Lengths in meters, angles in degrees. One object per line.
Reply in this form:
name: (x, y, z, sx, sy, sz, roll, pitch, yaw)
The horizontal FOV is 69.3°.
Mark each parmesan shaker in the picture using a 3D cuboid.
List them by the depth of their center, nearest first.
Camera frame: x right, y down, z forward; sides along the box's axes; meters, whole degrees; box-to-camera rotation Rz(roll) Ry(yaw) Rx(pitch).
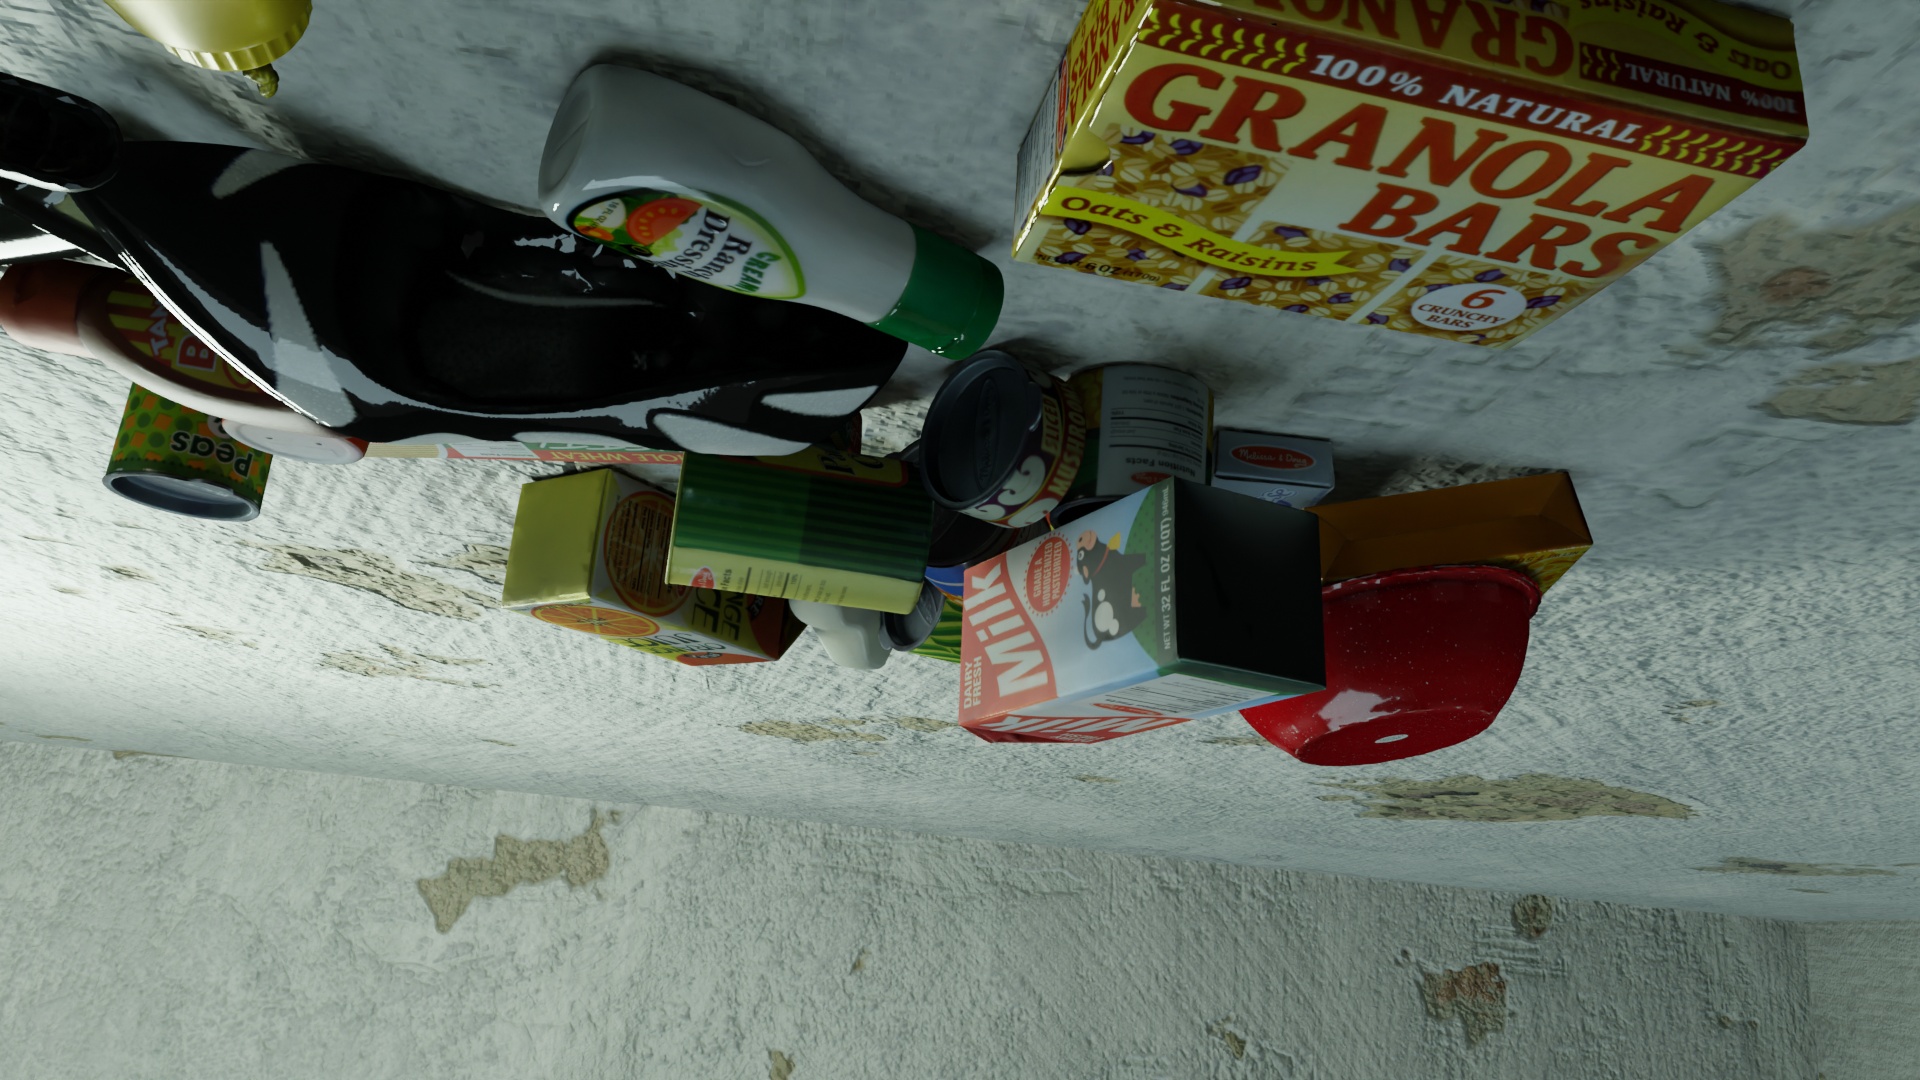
parmesan shaker: (-0.068, -0.008, 0.586, 0.103, 0.071, 0.071, 8, 162, -11)

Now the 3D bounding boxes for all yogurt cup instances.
yogurt cup: (-0.272, -0.066, 0.579, 0.072, 0.054, 0.072, 5, 163, 2)

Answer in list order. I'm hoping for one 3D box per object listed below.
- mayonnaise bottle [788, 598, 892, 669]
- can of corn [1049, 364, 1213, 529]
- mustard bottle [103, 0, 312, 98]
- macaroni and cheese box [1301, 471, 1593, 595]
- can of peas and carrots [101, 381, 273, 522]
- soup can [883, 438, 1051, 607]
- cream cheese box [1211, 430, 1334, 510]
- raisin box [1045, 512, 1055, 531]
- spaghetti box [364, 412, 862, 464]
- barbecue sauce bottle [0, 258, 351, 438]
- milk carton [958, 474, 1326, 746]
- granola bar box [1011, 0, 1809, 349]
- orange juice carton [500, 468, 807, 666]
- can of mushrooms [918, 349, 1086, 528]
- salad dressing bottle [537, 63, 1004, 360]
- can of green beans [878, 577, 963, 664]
mayonnaise bottle: (-0.073, 0.027, 0.810, 0.041, 0.065, 0.147, 4, 159, 16)
can of corn: (0.070, -0.033, 0.577, 0.071, 0.058, 0.071, 4, 162, 2)
mustard bottle: (-0.174, -0.147, 0.300, 0.065, 0.049, 0.159, 9, 163, -10)
macaroni and cheese box: (0.217, 0.027, 0.689, 0.124, 0.040, 0.165, -8, 156, -1)
can of peas and carrots: (-0.359, -0.047, 0.655, 0.071, 0.059, 0.070, 4, 162, 1)
soup can: (0.002, -0.008, 0.667, 0.071, 0.071, 0.083, 0, 162, 16)
cream cheese box: (0.135, -0.020, 0.655, 0.053, 0.024, 0.103, 6, 163, -2)
raisin box: (0.090, 0.011, 0.744, 0.123, 0.040, 0.086, 16, 160, -33)
spaghetti box: (-0.169, -0.055, 0.623, 0.250, 0.029, 0.050, 2, 162, 10)
barbecue sauce bottle: (-0.292, -0.081, 0.530, 0.148, 0.065, 0.043, 10, 164, 12)
milk carton: (0.057, 0.039, 0.582, 0.073, 0.072, 0.190, 13, 158, -29)
granola bar box: (0.108, -0.104, 0.372, 0.166, 0.039, 0.123, 8, 162, -11)
orange juice carton: (-0.163, 0.026, 0.808, 0.071, 0.073, 0.192, -7, 159, 33)
can of mushrooms: (0.018, -0.040, 0.556, 0.033, 0.071, 0.071, 19, 158, -38)
salad dressing bottle: (-0.053, -0.097, 0.434, 0.148, 0.044, 0.064, 17, 158, -34)
can of green beans: (-0.005, 0.038, 0.813, 0.058, 0.071, 0.071, 17, 159, -34)
